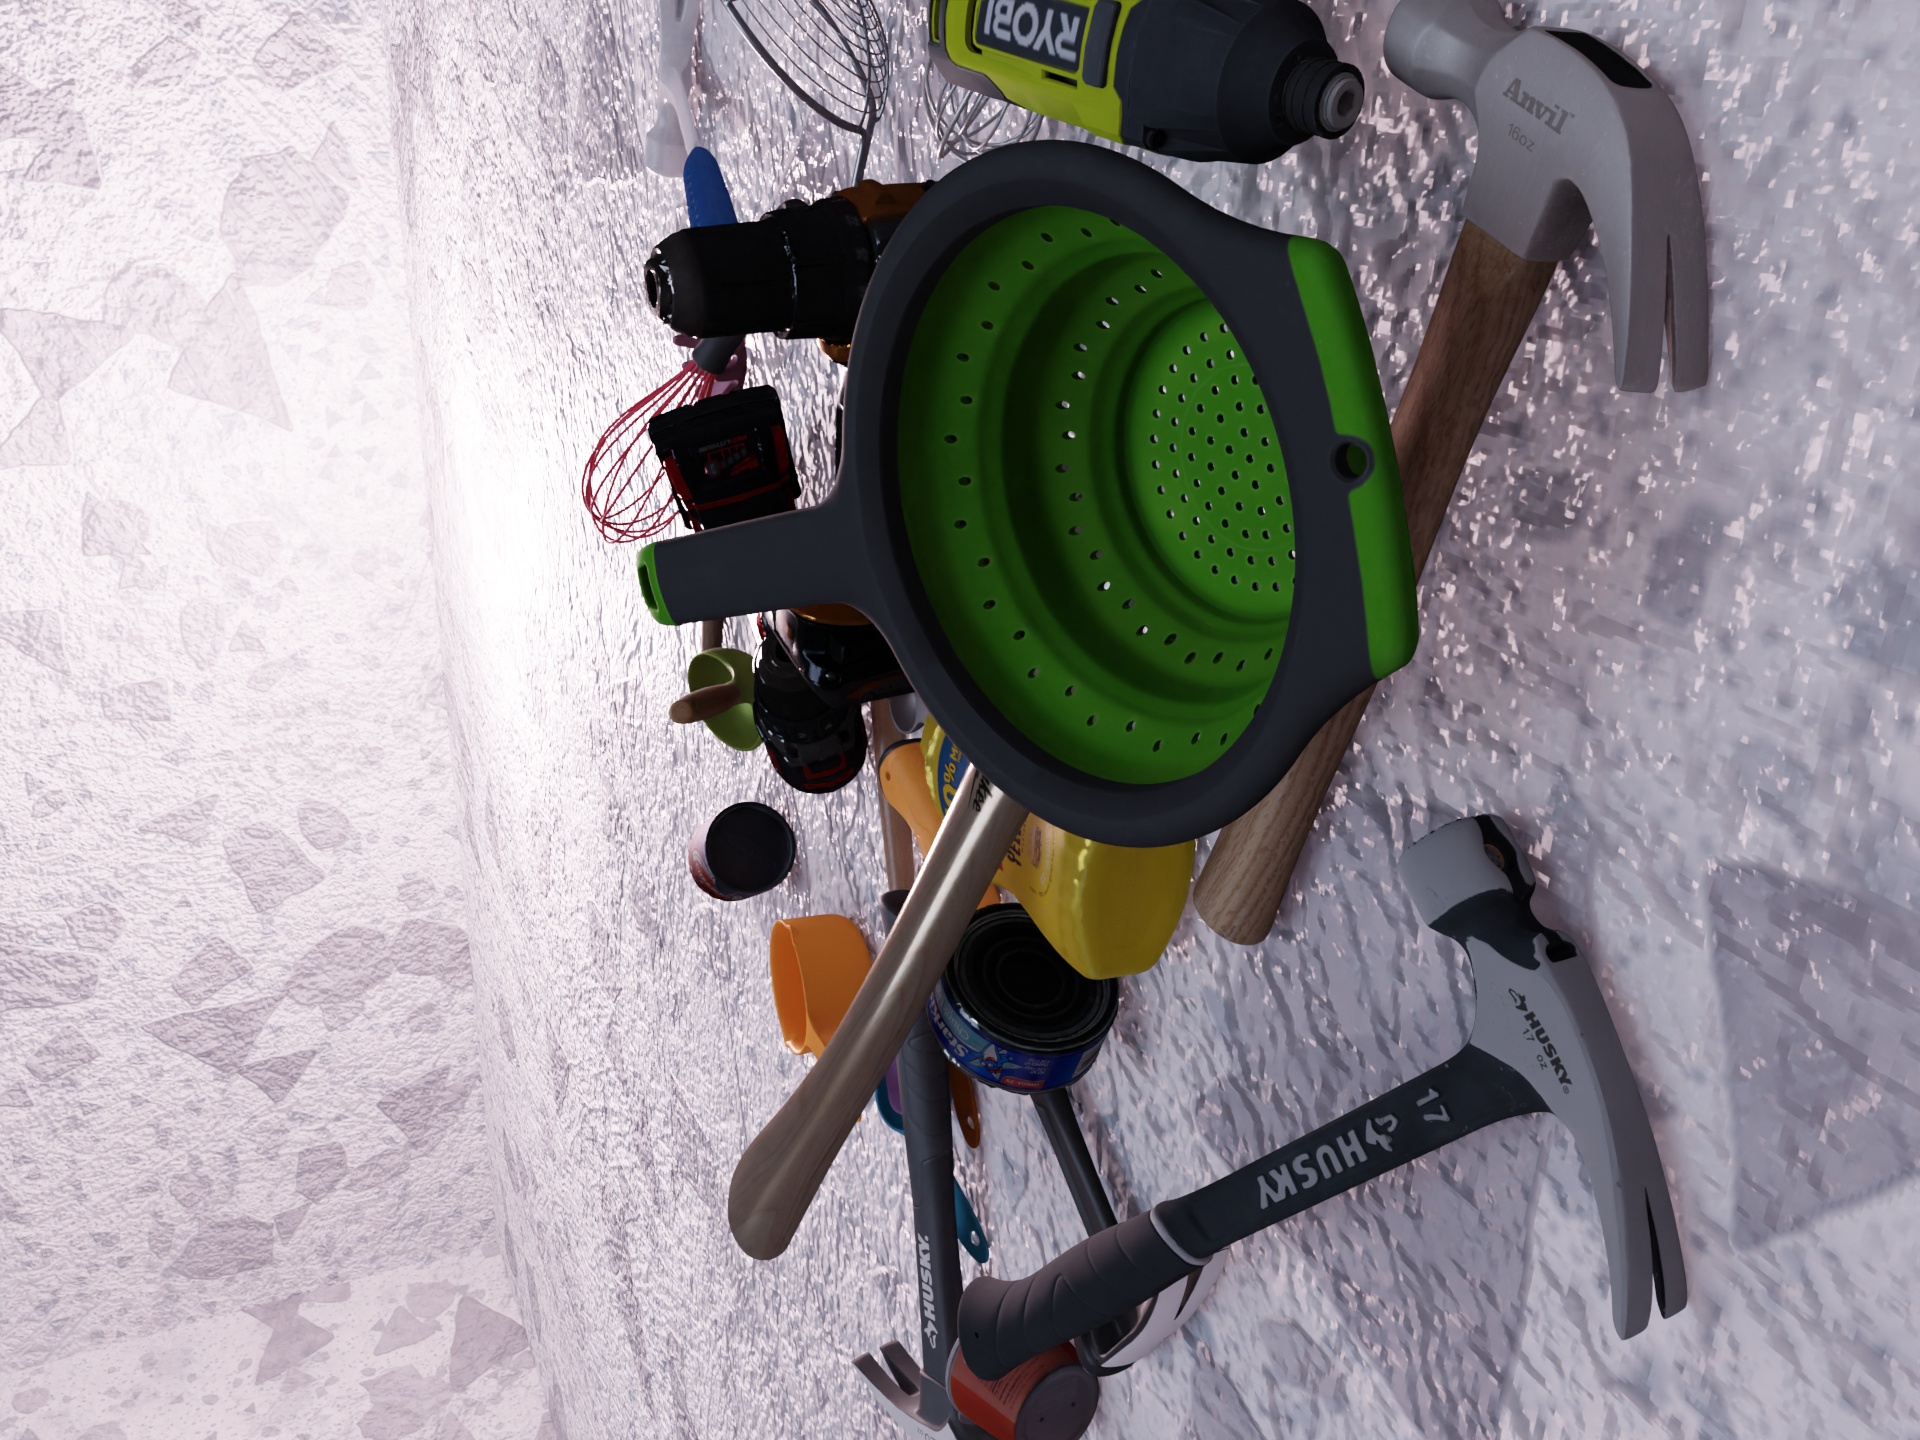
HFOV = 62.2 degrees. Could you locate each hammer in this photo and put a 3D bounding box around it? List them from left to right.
[{"bbox_3d":[-0.156,-0.336,0.940,0.406,0.035,0.144,-110,25,-51],"label":"hammer"},{"bbox_3d":[-0.019,0.261,0.906,0.146,0.035,0.334,6,103,52],"label":"hammer"},{"bbox_3d":[-0.013,0.098,0.682,0.410,0.038,0.146,-63,35,27],"label":"hammer"},{"bbox_3d":[0.029,0.144,0.795,0.127,0.034,0.337,112,142,-49],"label":"hammer"},{"bbox_3d":[0.098,0.194,0.603,0.408,0.036,0.149,-51,54,48],"label":"hammer"},{"bbox_3d":[0.134,-0.046,0.509,0.130,0.031,0.331,-122,33,-41],"label":"hammer"}]

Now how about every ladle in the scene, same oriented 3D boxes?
[{"bbox_3d":[-0.158,-0.008,0.989,0.078,0.062,0.320,59,-179,-3],"label":"ladle"}]

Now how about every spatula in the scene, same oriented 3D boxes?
[{"bbox_3d":[-0.034,0.079,0.925,0.060,0.018,0.316,-2,96,40],"label":"spatula"}]

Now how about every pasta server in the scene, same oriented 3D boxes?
[{"bbox_3d":[-0.182,-0.151,1.149,0.060,0.040,0.316,44,138,37],"label":"pasta server"}]

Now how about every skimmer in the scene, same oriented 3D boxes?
[{"bbox_3d":[-0.086,-0.233,0.852,0.127,0.090,0.363,-66,-19,-59],"label":"skimmer"}]

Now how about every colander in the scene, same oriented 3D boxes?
[{"bbox_3d":[0.010,-0.071,0.551,0.397,0.094,0.204,-1,105,53],"label":"colander"}]

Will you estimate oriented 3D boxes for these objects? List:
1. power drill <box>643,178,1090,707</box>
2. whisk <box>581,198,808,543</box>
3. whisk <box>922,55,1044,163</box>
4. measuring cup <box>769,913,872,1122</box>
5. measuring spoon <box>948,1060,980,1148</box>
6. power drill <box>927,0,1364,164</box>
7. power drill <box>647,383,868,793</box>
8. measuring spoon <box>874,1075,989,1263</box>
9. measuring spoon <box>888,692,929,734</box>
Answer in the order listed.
[{"bbox_3d":[-0.041,-0.119,0.686,0.084,0.185,0.226,52,146,44],"label":"power drill"},{"bbox_3d":[-0.170,-0.216,1.021,0.295,0.073,0.073,-47,54,38],"label":"whisk"},{"bbox_3d":[0.043,-0.306,0.605,0.059,0.058,0.246,42,144,1],"label":"whisk"},{"bbox_3d":[-0.072,0.188,0.998,0.174,0.052,0.095,-131,39,-53],"label":"measuring cup"},{"bbox_3d":[0.000,0.187,0.904,0.021,0.011,0.117,0,101,55],"label":"measuring spoon"},{"bbox_3d":[0.073,-0.286,0.467,0.171,0.080,0.223,38,127,41],"label":"power drill"},{"bbox_3d":[-0.112,-0.079,0.923,0.187,0.080,0.227,89,163,-72],"label":"power drill"},{"bbox_3d":[-0.010,0.261,0.947,0.042,0.021,0.129,-47,62,33],"label":"measuring spoon"},{"bbox_3d":[-0.001,-0.003,0.843,0.124,0.018,0.034,17,112,56],"label":"measuring spoon"}]
